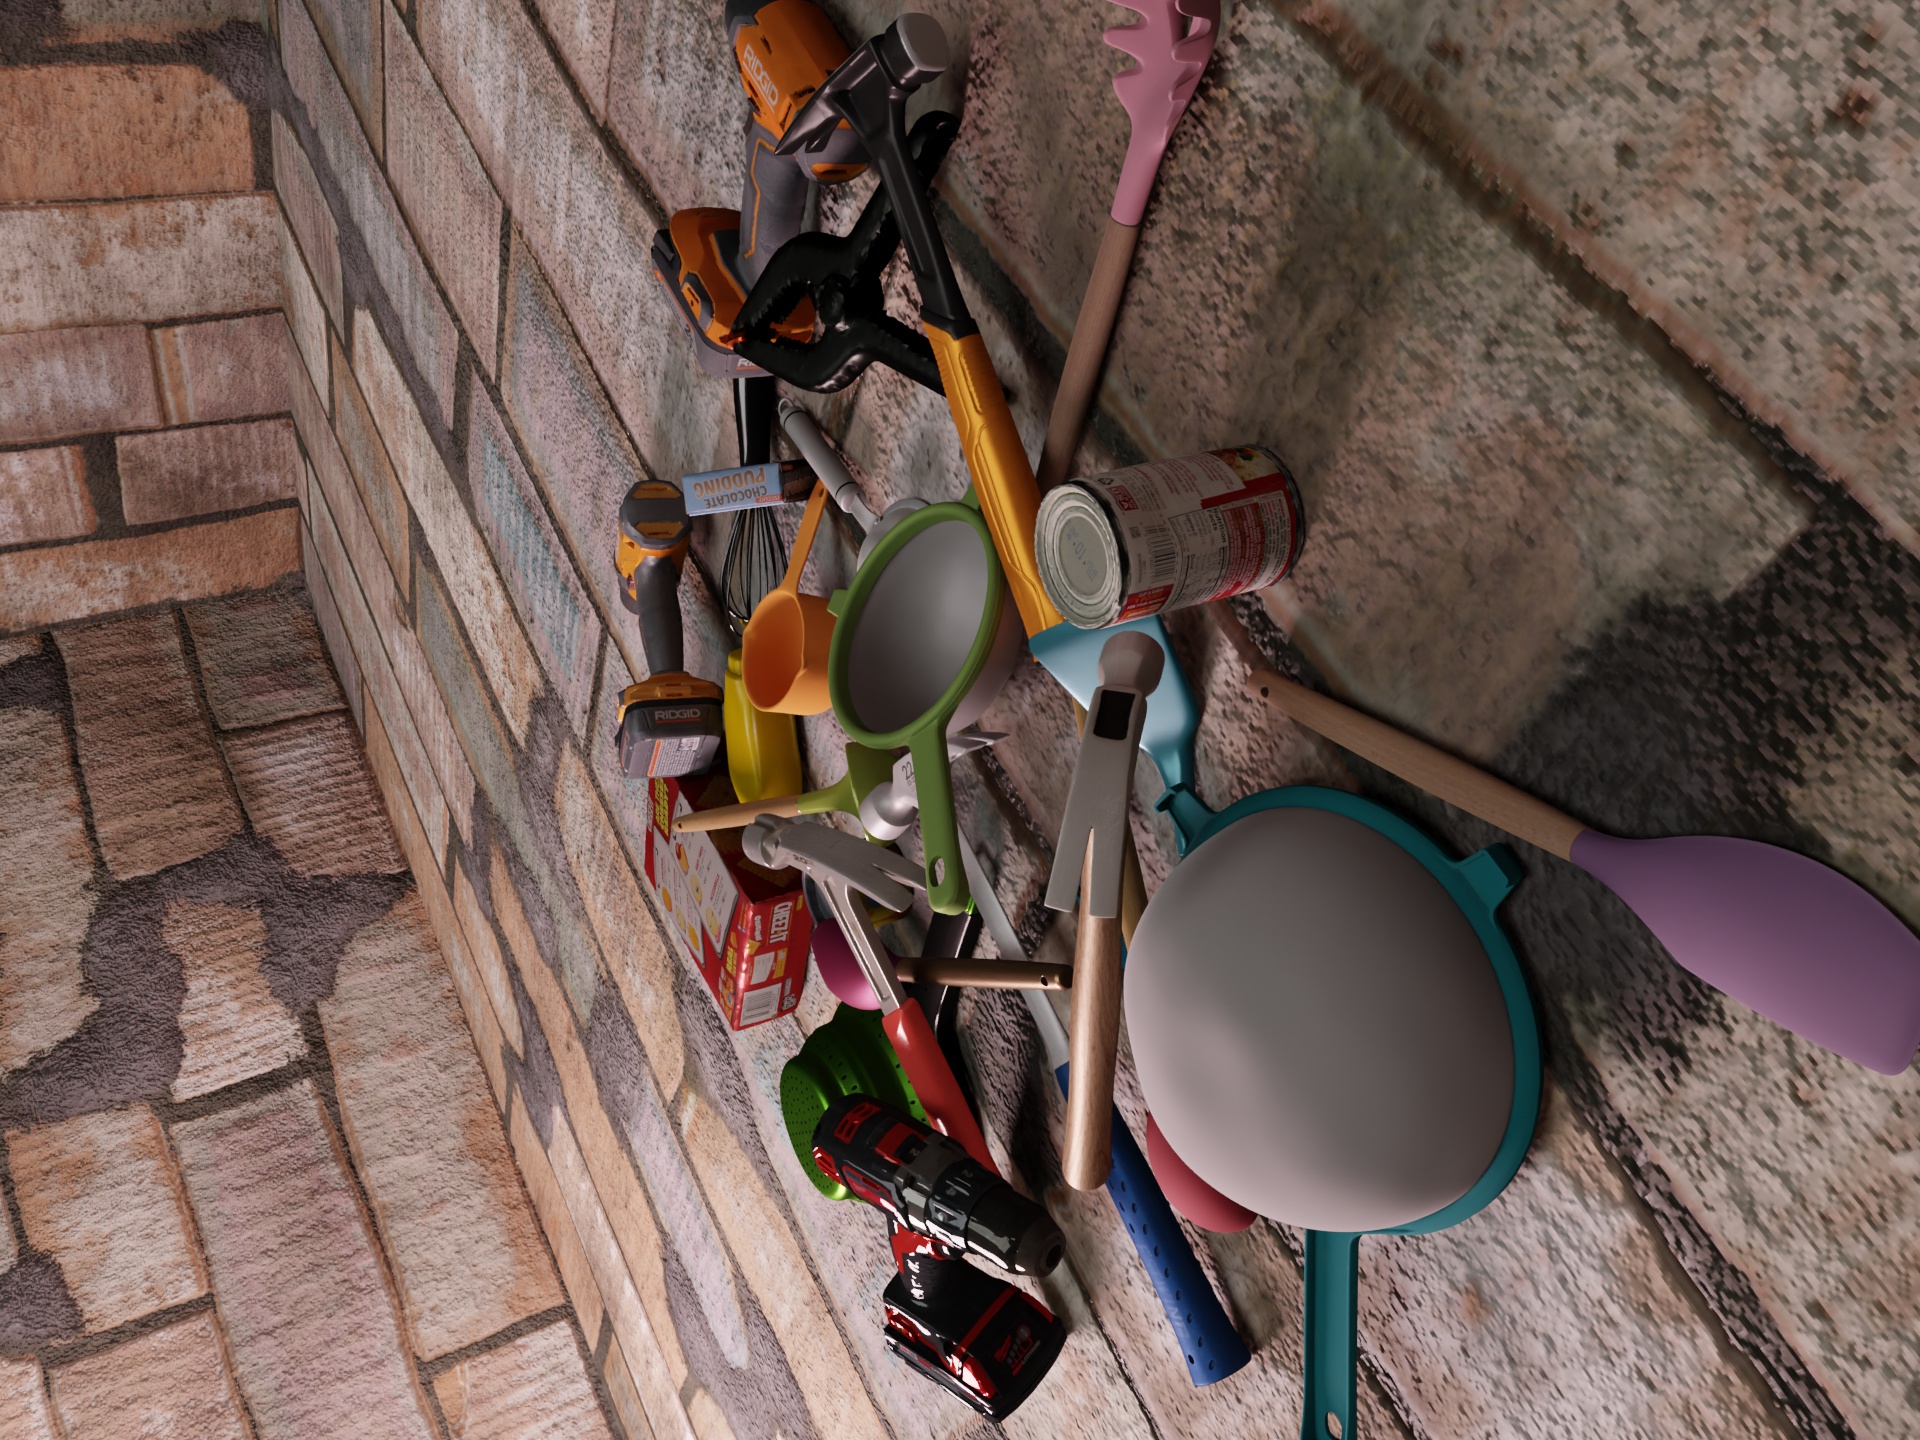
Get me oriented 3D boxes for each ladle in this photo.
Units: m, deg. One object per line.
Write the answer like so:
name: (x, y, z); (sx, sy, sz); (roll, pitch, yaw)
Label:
ladle: (0.100, 0.122, 0.862); (0.069, 0.031, 0.315); (-21, 79, 44)
ladle: (-0.142, 0.068, 1.195); (0.320, 0.062, 0.078); (-12, 93, 49)

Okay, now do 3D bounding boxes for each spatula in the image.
spatula: (0.119, 0.095, 0.814); (0.082, 0.044, 0.317); (-16, 91, 41)
spatula: (0.224, 0.036, 0.625); (0.316, 0.018, 0.059); (33, 122, 50)

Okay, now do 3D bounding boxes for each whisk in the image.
whisk: (-0.155, -0.174, 1.177); (0.055, 0.055, 0.238); (31, 125, 52)

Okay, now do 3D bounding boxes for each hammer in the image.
hammer: (-0.003, -0.187, 0.847); (0.127, 0.034, 0.337); (-19, 91, 52)
hammer: (0.068, 0.125, 0.793); (0.031, 0.130, 0.331); (8, 129, 12)
hammer: (-0.021, 0.211, 1.006); (0.149, 0.037, 0.358); (16, 138, 44)
hammer: (0.062, 0.192, 0.946); (0.406, 0.035, 0.144); (63, 143, 15)

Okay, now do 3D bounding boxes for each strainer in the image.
strainer: (0.144, 0.203, 0.720); (0.211, 0.095, 0.340); (10, 106, 49)
strainer: (-0.001, -0.003, 0.904); (0.151, 0.069, 0.257); (-35, 49, 36)
strainer: (-0.071, -0.142, 1.050); (0.259, 0.050, 0.086); (55, 130, 38)

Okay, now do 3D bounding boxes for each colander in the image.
colander: (-0.059, 0.237, 1.147); (0.205, 0.094, 0.396); (54, 145, 34)

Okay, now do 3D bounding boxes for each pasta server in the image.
pasta server: (0.066, -0.217, 0.767); (0.060, 0.040, 0.316); (56, 148, 33)

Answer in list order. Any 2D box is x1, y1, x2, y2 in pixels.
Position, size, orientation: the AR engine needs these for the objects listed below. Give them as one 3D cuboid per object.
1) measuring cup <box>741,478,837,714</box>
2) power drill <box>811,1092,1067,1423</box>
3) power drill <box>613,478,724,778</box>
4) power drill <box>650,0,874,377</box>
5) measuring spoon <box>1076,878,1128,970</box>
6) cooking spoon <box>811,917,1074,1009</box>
measuring cup: (-0.101, -0.087, 1.129); (0.095, 0.052, 0.173); (28, 103, 53)
power drill: (0.004, 0.355, 1.037); (0.188, 0.080, 0.226); (18, 136, 39)
power drill: (-0.259, -0.066, 1.356); (0.185, 0.084, 0.226); (127, 136, -65)
power drill: (-0.129, -0.351, 1.014); (0.164, 0.084, 0.226); (62, 145, 24)
measuring spoon: (0.088, 0.138, 0.912); (0.129, 0.021, 0.042); (57, 147, 31)
cooking spoon: (-0.022, 0.157, 1.000); (0.319, 0.017, 0.069); (-12, 97, 58)
